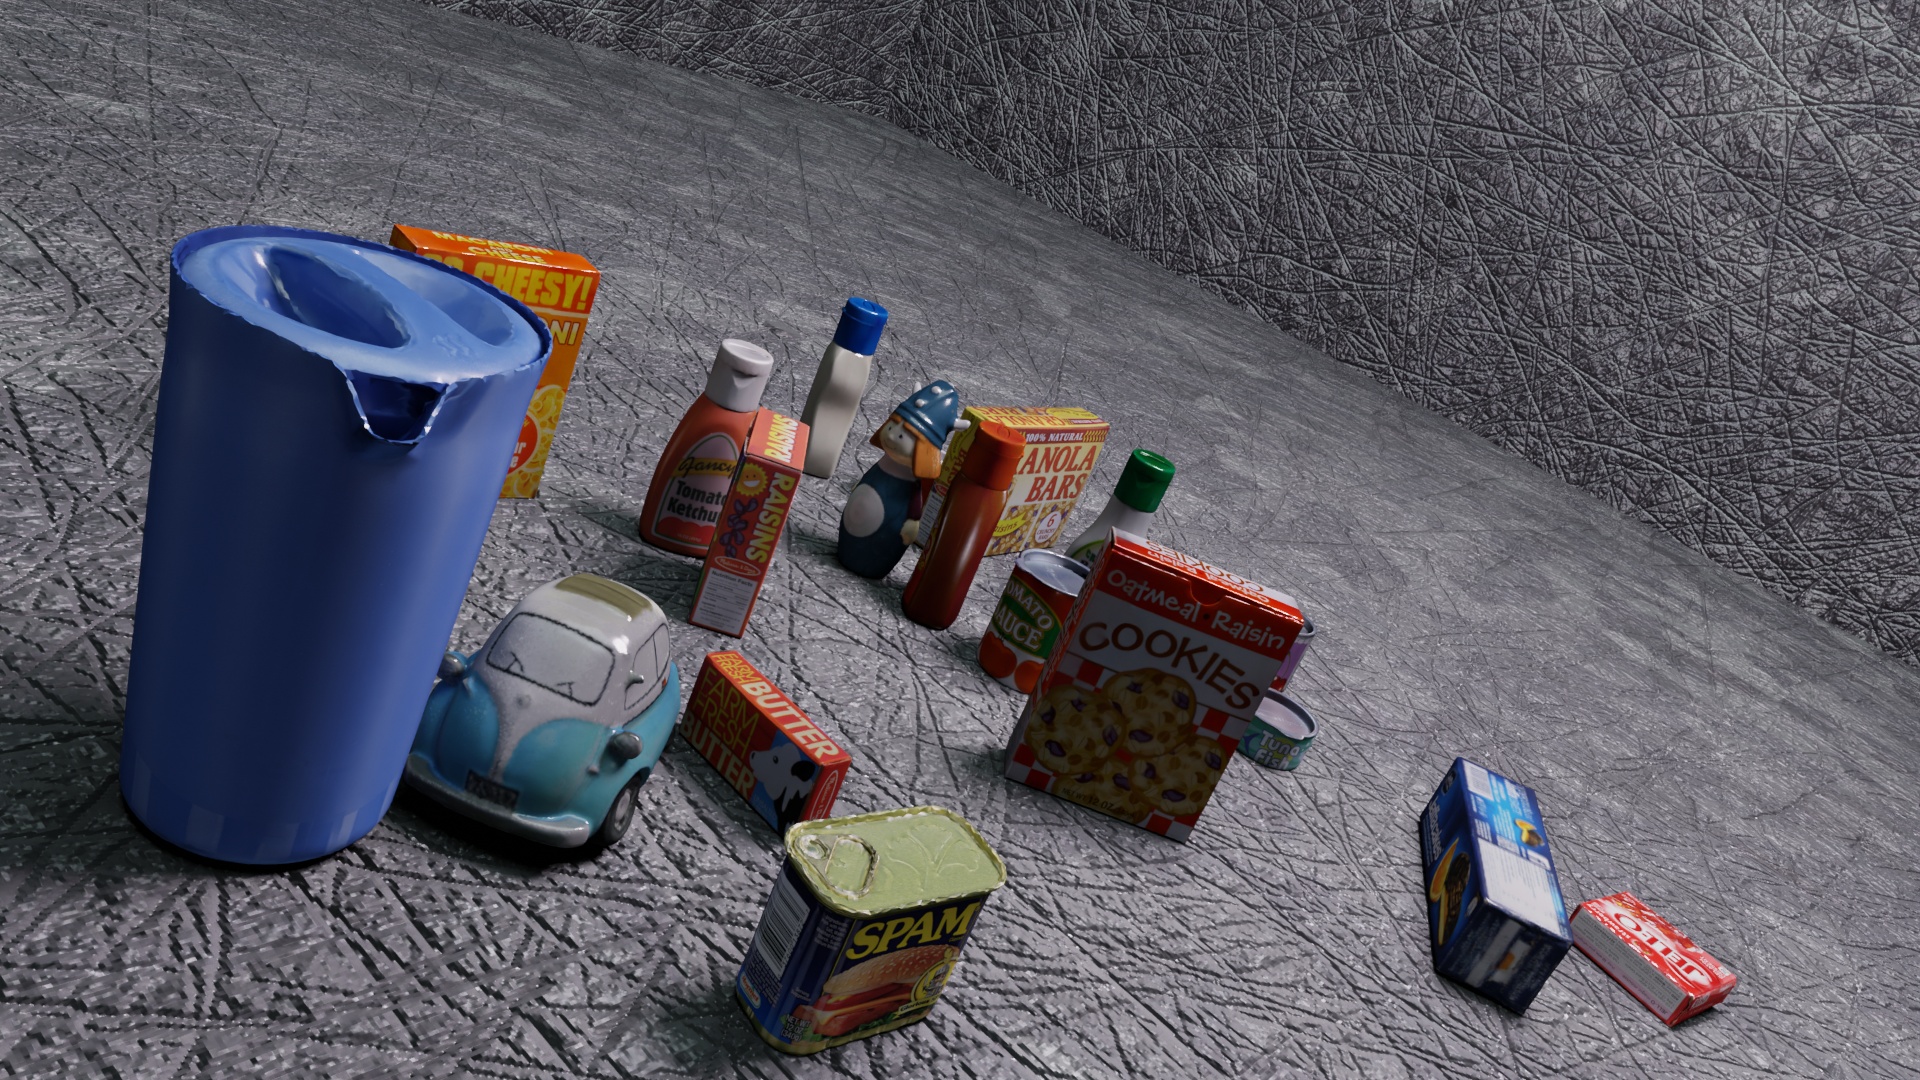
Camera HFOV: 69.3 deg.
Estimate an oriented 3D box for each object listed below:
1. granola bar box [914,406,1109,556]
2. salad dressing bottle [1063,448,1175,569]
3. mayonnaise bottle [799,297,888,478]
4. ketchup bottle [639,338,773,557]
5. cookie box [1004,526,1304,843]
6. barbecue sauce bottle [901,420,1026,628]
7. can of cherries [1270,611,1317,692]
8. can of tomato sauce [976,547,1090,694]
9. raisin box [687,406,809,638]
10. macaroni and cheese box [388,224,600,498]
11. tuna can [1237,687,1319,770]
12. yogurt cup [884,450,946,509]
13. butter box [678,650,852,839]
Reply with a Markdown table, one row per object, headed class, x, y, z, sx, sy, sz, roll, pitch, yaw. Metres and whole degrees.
| class | x | y | z | sx | sy | sz | roll | pitch | yaw |
| --- | --- | --- | --- | --- | --- | --- | --- | --- | --- |
| granola bar box | 0.045 | -0.049 | 1.156 | 0.039 | 0.123 | 0.166 | 36 | 25 | 30 |
| salad dressing bottle | 0.121 | 0.000 | 1.084 | 0.064 | 0.147 | 0.044 | 27 | 21 | 9 |
| mayonnaise bottle | -0.102 | -0.129 | 1.165 | 0.041 | 0.147 | 0.065 | 15 | 22 | -20 |
| ketchup bottle | -0.167 | -0.063 | 0.941 | 0.065 | 0.148 | 0.044 | 15 | 22 | -20 |
| cookie box | 0.114 | 0.090 | 0.842 | 0.123 | 0.166 | 0.040 | 21 | 21 | -5 |
| barbecue sauce bottle | 0.004 | -0.012 | 0.996 | 0.044 | 0.148 | 0.065 | 22 | 21 | -2 |
| can of cherries | 0.248 | 0.083 | 1.141 | 0.071 | 0.058 | 0.072 | 20 | 21 | -8 |
| can of tomato sauce | 0.055 | 0.057 | 0.973 | 0.071 | 0.082 | 0.071 | 20 | 21 | -8 |
| raisin box | -0.136 | -0.013 | 0.891 | 0.040 | 0.123 | 0.086 | 19 | 21 | -10 |
| macaroni and cheese box | -0.312 | -0.108 | 0.880 | 0.124 | 0.165 | 0.040 | 0 | 31 | -46 |
| tuna can | 0.228 | 0.139 | 1.025 | 0.071 | 0.032 | 0.071 | 20 | 22 | -8 |
| yogurt cup | -0.039 | -0.049 | 1.167 | 0.072 | 0.053 | 0.073 | 20 | 21 | -8 |
| butter box | -0.105 | 0.107 | 0.735 | 0.104 | 0.053 | 0.024 | 37 | 25 | 32 |
